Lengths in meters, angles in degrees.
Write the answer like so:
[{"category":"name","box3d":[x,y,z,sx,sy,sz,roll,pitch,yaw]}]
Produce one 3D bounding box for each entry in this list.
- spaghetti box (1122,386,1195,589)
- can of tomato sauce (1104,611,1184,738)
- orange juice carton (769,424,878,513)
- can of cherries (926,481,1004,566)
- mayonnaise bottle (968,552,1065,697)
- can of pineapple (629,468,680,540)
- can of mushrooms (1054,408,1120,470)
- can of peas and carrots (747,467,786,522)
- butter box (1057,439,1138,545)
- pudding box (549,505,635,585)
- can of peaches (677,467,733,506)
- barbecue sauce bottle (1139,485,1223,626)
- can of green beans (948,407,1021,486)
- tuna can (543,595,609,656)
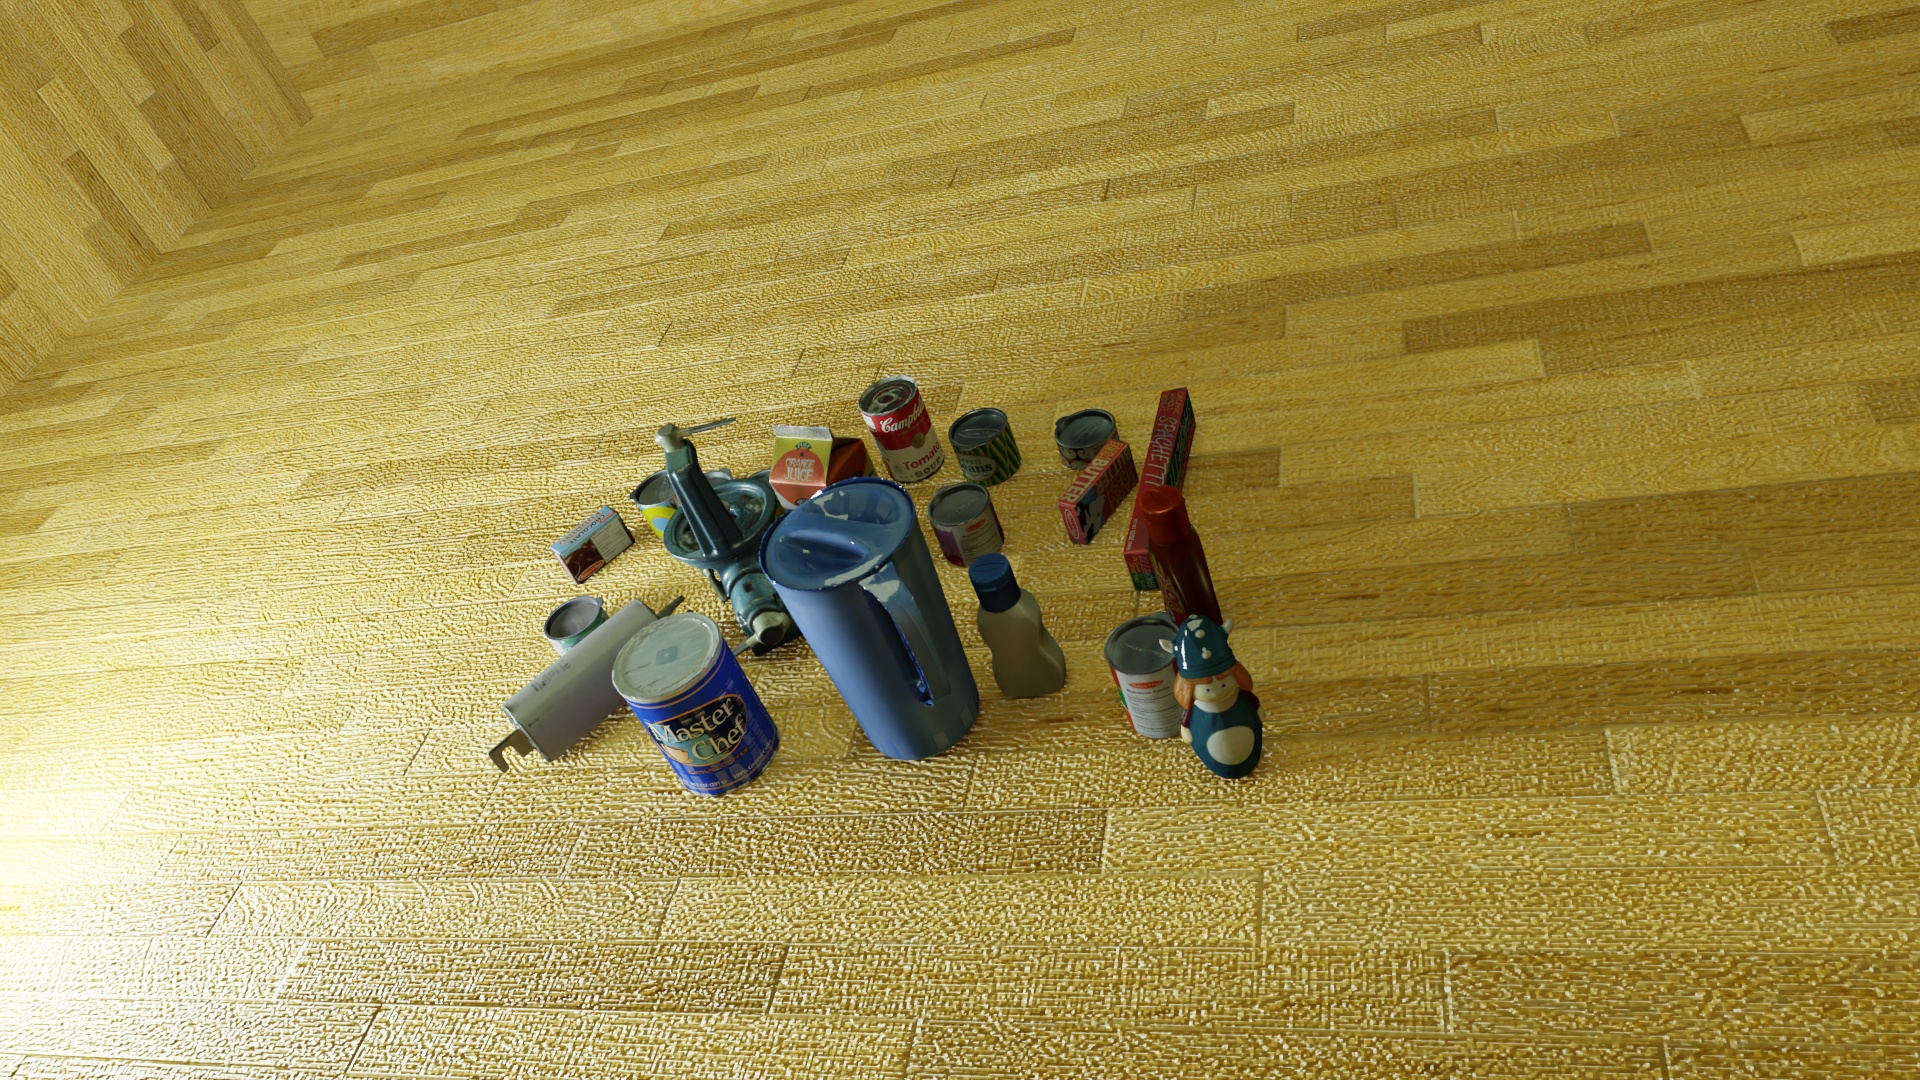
[{"category":"spaghetti box","box3d":[0.198,-0.056,1.366,0.028,0.050,0.251,-3,42,23]},{"category":"can of tomato sauce","box3d":[0.162,0.113,1.159,0.071,0.082,0.071,-13,39,11]},{"category":"orange juice carton","box3d":[-0.125,-0.040,1.387,0.072,0.191,0.073,7,47,32]},{"category":"can of cherries","box3d":[0.005,-0.018,1.406,0.071,0.058,0.072,-13,39,11]},{"category":"mayonnaise bottle","box3d":[0.046,0.075,1.207,0.065,0.147,0.041,-10,40,15]},{"category":"can of pineapple","box3d":[-0.334,-0.041,1.594,0.071,0.057,0.071,-13,39,11]},{"category":"can of mushrooms","box3d":[0.133,-0.108,1.470,0.071,0.033,0.071,-13,39,11]},{"category":"can of peas and carrots","box3d":[-0.208,-0.037,1.530,0.071,0.058,0.071,-13,39,11]},{"category":"butter box","box3d":[0.138,-0.049,1.384,0.024,0.053,0.104,15,51,38]},{"category":"pudding box","box3d":[-0.421,0.005,1.588,0.084,0.049,0.030,-42,42,-23]},{"category":"can of peaches","box3d":[-0.273,-0.038,1.562,0.071,0.057,0.071,-13,39,11]},{"category":"barbecue sauce bottle","box3d":[0.189,0.018,1.205,0.044,0.148,0.065,-27,39,-6]},{"category":"can of green beans","box3d":[0.027,-0.100,1.493,0.071,0.057,0.071,-13,39,11]},{"category":"tuna can","box3d":[-0.408,0.092,1.494,0.071,0.032,0.071,-13,39,11]}]
